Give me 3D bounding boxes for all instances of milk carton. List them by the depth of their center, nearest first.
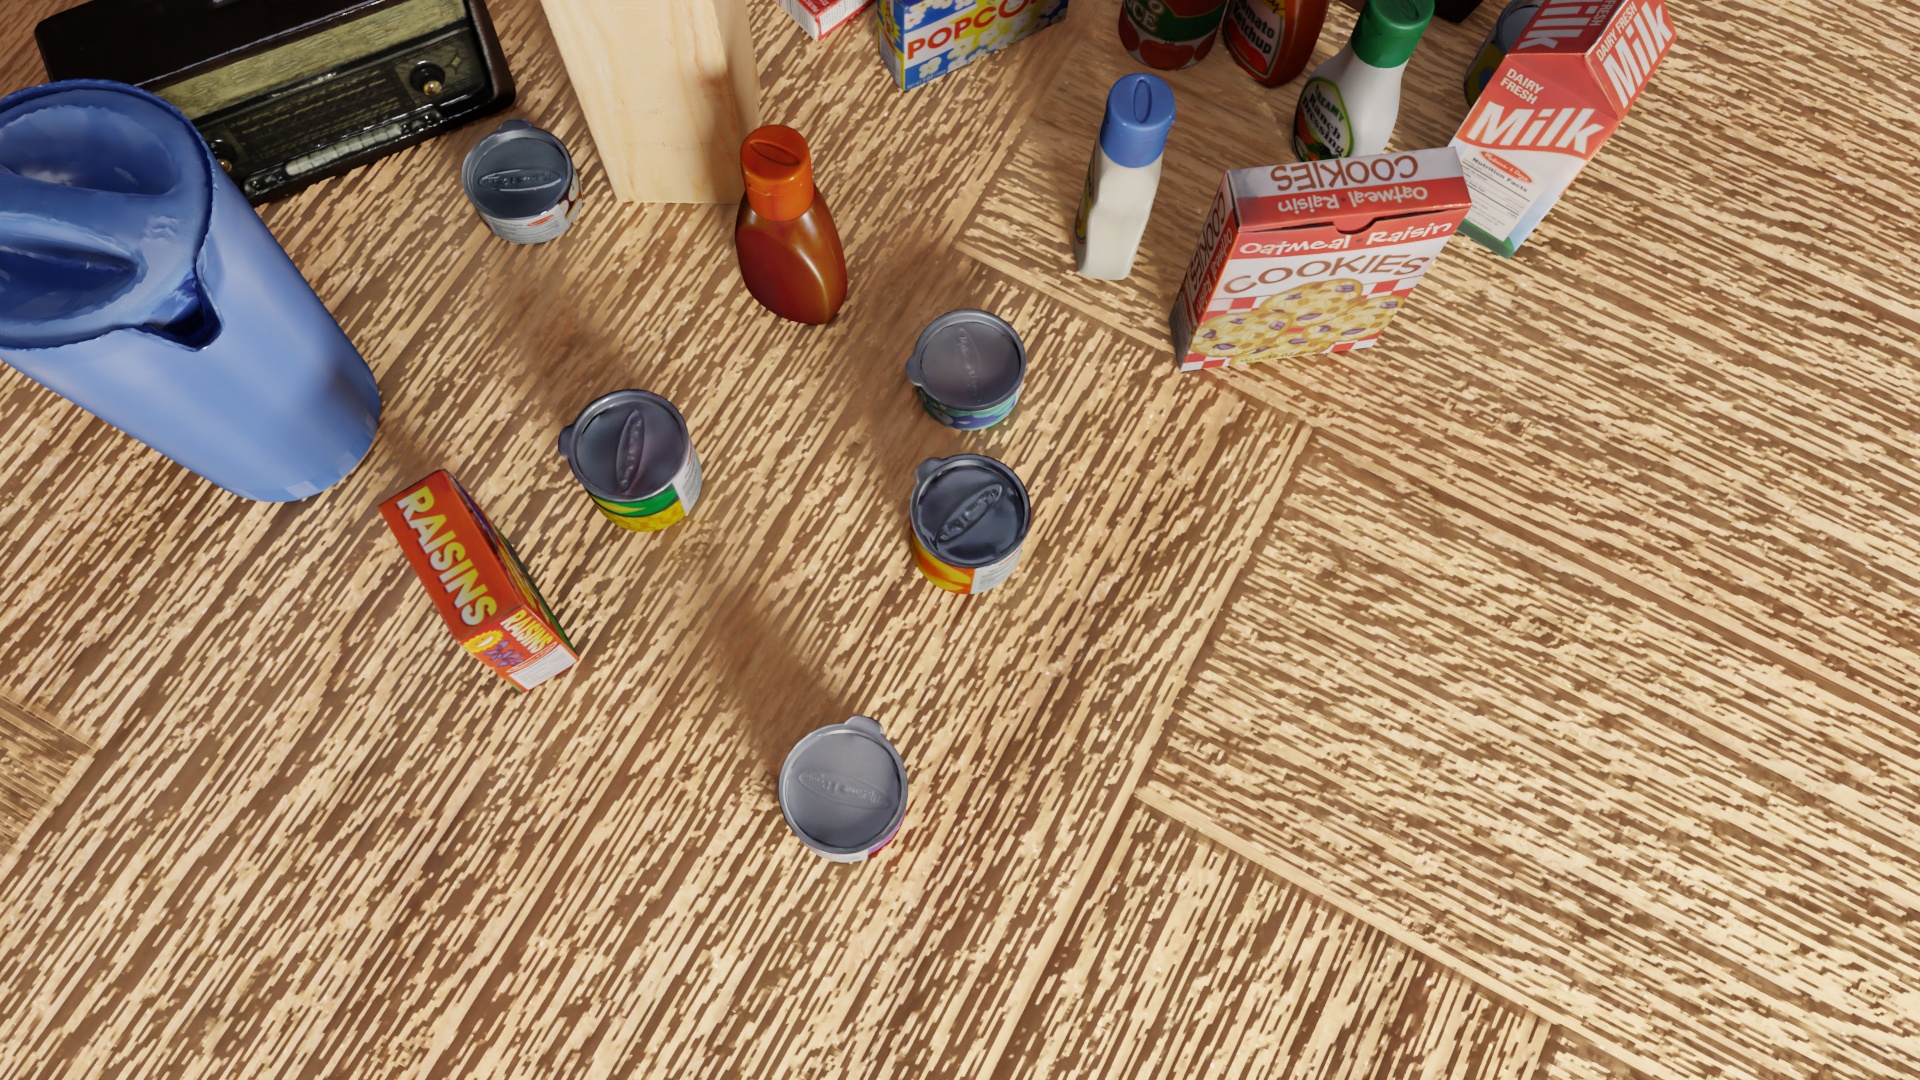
[{"bbox_3d":[0.340,-0.251,0.801,0.073,0.190,0.072,35,74,9],"label":"milk carton"}]

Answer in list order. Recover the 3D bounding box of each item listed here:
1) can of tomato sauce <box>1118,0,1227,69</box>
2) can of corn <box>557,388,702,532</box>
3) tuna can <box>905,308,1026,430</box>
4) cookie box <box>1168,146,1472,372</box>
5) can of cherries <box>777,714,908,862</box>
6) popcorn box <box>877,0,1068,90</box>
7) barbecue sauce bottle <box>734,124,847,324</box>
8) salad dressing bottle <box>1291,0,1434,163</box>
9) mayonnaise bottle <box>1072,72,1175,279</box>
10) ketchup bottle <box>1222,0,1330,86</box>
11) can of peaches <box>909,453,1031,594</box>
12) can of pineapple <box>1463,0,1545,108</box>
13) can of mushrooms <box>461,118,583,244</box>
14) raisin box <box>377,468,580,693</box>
[{"bbox_3d":[0.136,-0.351,0.883,0.071,0.083,0.071,1,72,-2],"label":"can of tomato sauce"},{"bbox_3d":[-0.184,-0.044,0.782,0.071,0.058,0.071,1,72,-2],"label":"can of corn"},{"bbox_3d":[0.003,-0.100,0.821,0.071,0.032,0.071,1,72,-2],"label":"tuna can"},{"bbox_3d":[0.193,-0.151,0.775,0.123,0.167,0.040,-8,73,-4],"label":"cookie box"},{"bbox_3d":[-0.059,0.131,0.729,0.071,0.058,0.071,1,72,-2],"label":"can of cherries"},{"bbox_3d":[0.010,-0.345,0.875,0.127,0.085,0.038,-28,75,-11],"label":"popcorn box"},{"bbox_3d":[-0.098,-0.176,0.782,0.065,0.148,0.044,25,73,6],"label":"barbecue sauce bottle"},{"bbox_3d":[0.239,-0.274,0.827,0.044,0.147,0.064,-26,75,-10],"label":"salad dressing bottle"},{"bbox_3d":[0.093,-0.210,0.801,0.041,0.147,0.065,4,72,-1],"label":"mayonnaise bottle"},{"bbox_3d":[0.202,-0.347,0.850,0.043,0.148,0.065,-30,76,-11],"label":"ketchup bottle"},{"bbox_3d":[0.003,-0.010,0.778,0.071,0.058,0.071,1,72,-2],"label":"can of peaches"},{"bbox_3d":[0.366,-0.304,0.889,0.071,0.057,0.071,1,72,-2],"label":"can of pineapple"},{"bbox_3d":[-0.267,-0.219,0.850,0.071,0.033,0.071,1,72,-2],"label":"can of mushrooms"},{"bbox_3d":[-0.247,0.025,0.723,0.040,0.123,0.086,-32,76,-11],"label":"raisin box"}]
